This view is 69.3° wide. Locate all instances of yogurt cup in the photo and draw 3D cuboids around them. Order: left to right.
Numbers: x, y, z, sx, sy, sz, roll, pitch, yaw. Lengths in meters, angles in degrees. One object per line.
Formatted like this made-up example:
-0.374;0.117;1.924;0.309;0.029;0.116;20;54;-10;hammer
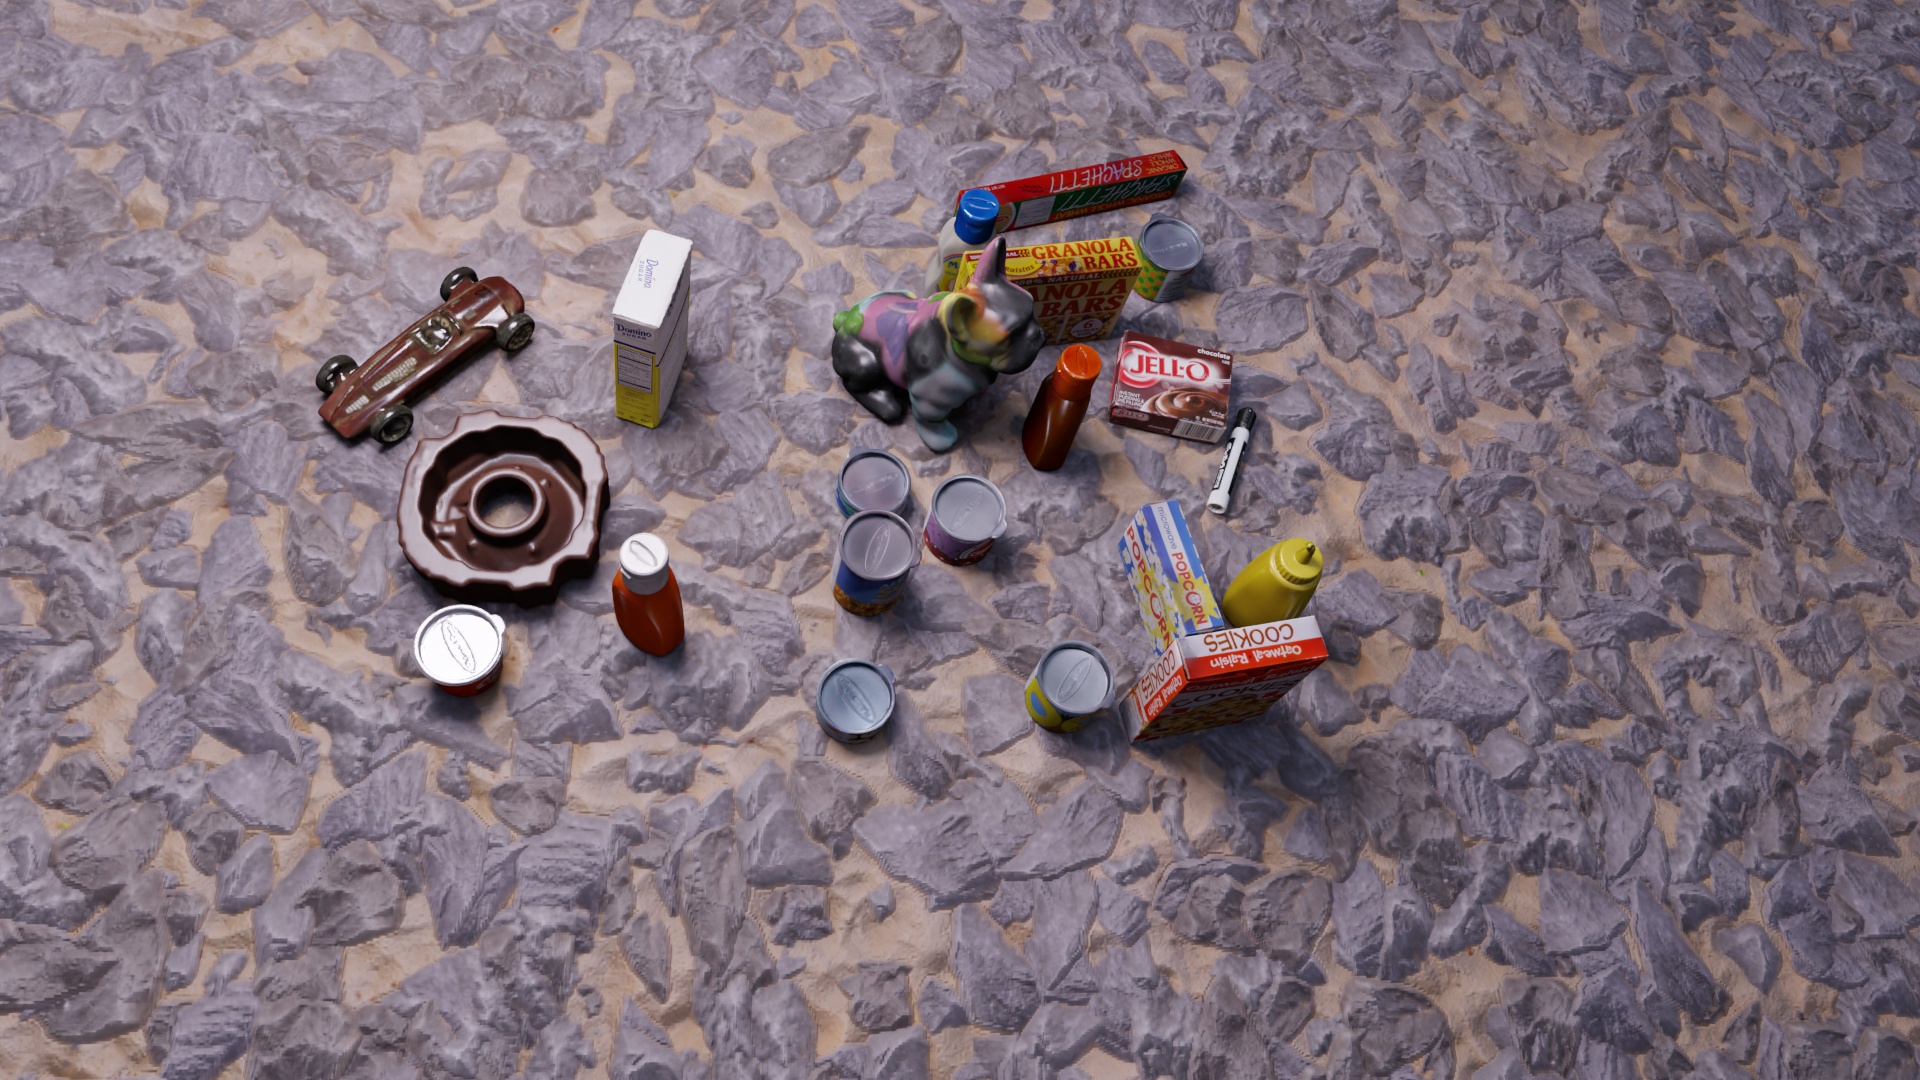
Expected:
-0.399;0.092;1.114;0.072;0.053;0.072;4;64;-9;yogurt cup

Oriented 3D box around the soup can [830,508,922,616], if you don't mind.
-0.073;0.021;1.192;0.071;0.083;0.071;4;64;-9;soup can

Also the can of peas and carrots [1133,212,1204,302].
0.204;-0.286;1.406;0.071;0.058;0.071;4;64;-9;can of peas and carrots

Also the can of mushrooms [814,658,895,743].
-0.087;0.134;1.164;0.071;0.033;0.071;4;64;-9;can of mushrooms

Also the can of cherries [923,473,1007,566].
0.004;-0.016;1.239;0.071;0.058;0.072;4;64;-9;can of cherries

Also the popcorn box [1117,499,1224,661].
0.184;0.038;1.232;0.038;0.085;0.127;-10;67;-15;popcorn box

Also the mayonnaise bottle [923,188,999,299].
0.005;-0.271;1.311;0.065;0.147;0.041;10;64;-6;mayonnaise bottle

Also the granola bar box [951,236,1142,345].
0.075;-0.232;1.319;0.166;0.123;0.039;-8;67;-14;granola bar box

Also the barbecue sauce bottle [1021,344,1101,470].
0.091;-0.123;1.256;0.044;0.148;0.065;0;65;-10;barbecue sauce bottle

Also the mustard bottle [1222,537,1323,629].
0.280;0.036;1.209;0.065;0.159;0.049;39;64;9;mustard bottle

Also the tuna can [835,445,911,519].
-0.081;-0.049;1.253;0.071;0.032;0.071;4;64;-9;tuna can

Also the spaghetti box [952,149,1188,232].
0.113;-0.356;1.427;0.251;0.050;0.029;-15;69;-17;spaghetti box

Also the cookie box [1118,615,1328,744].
0.215;0.118;1.153;0.123;0.166;0.040;-9;67;-14;cookie box

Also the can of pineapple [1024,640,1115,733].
0.093;0.127;1.187;0.071;0.057;0.071;4;64;-9;can of pineapple

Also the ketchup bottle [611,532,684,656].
-0.251;0.042;1.113;0.065;0.148;0.044;42;65;10;ketchup bottle
